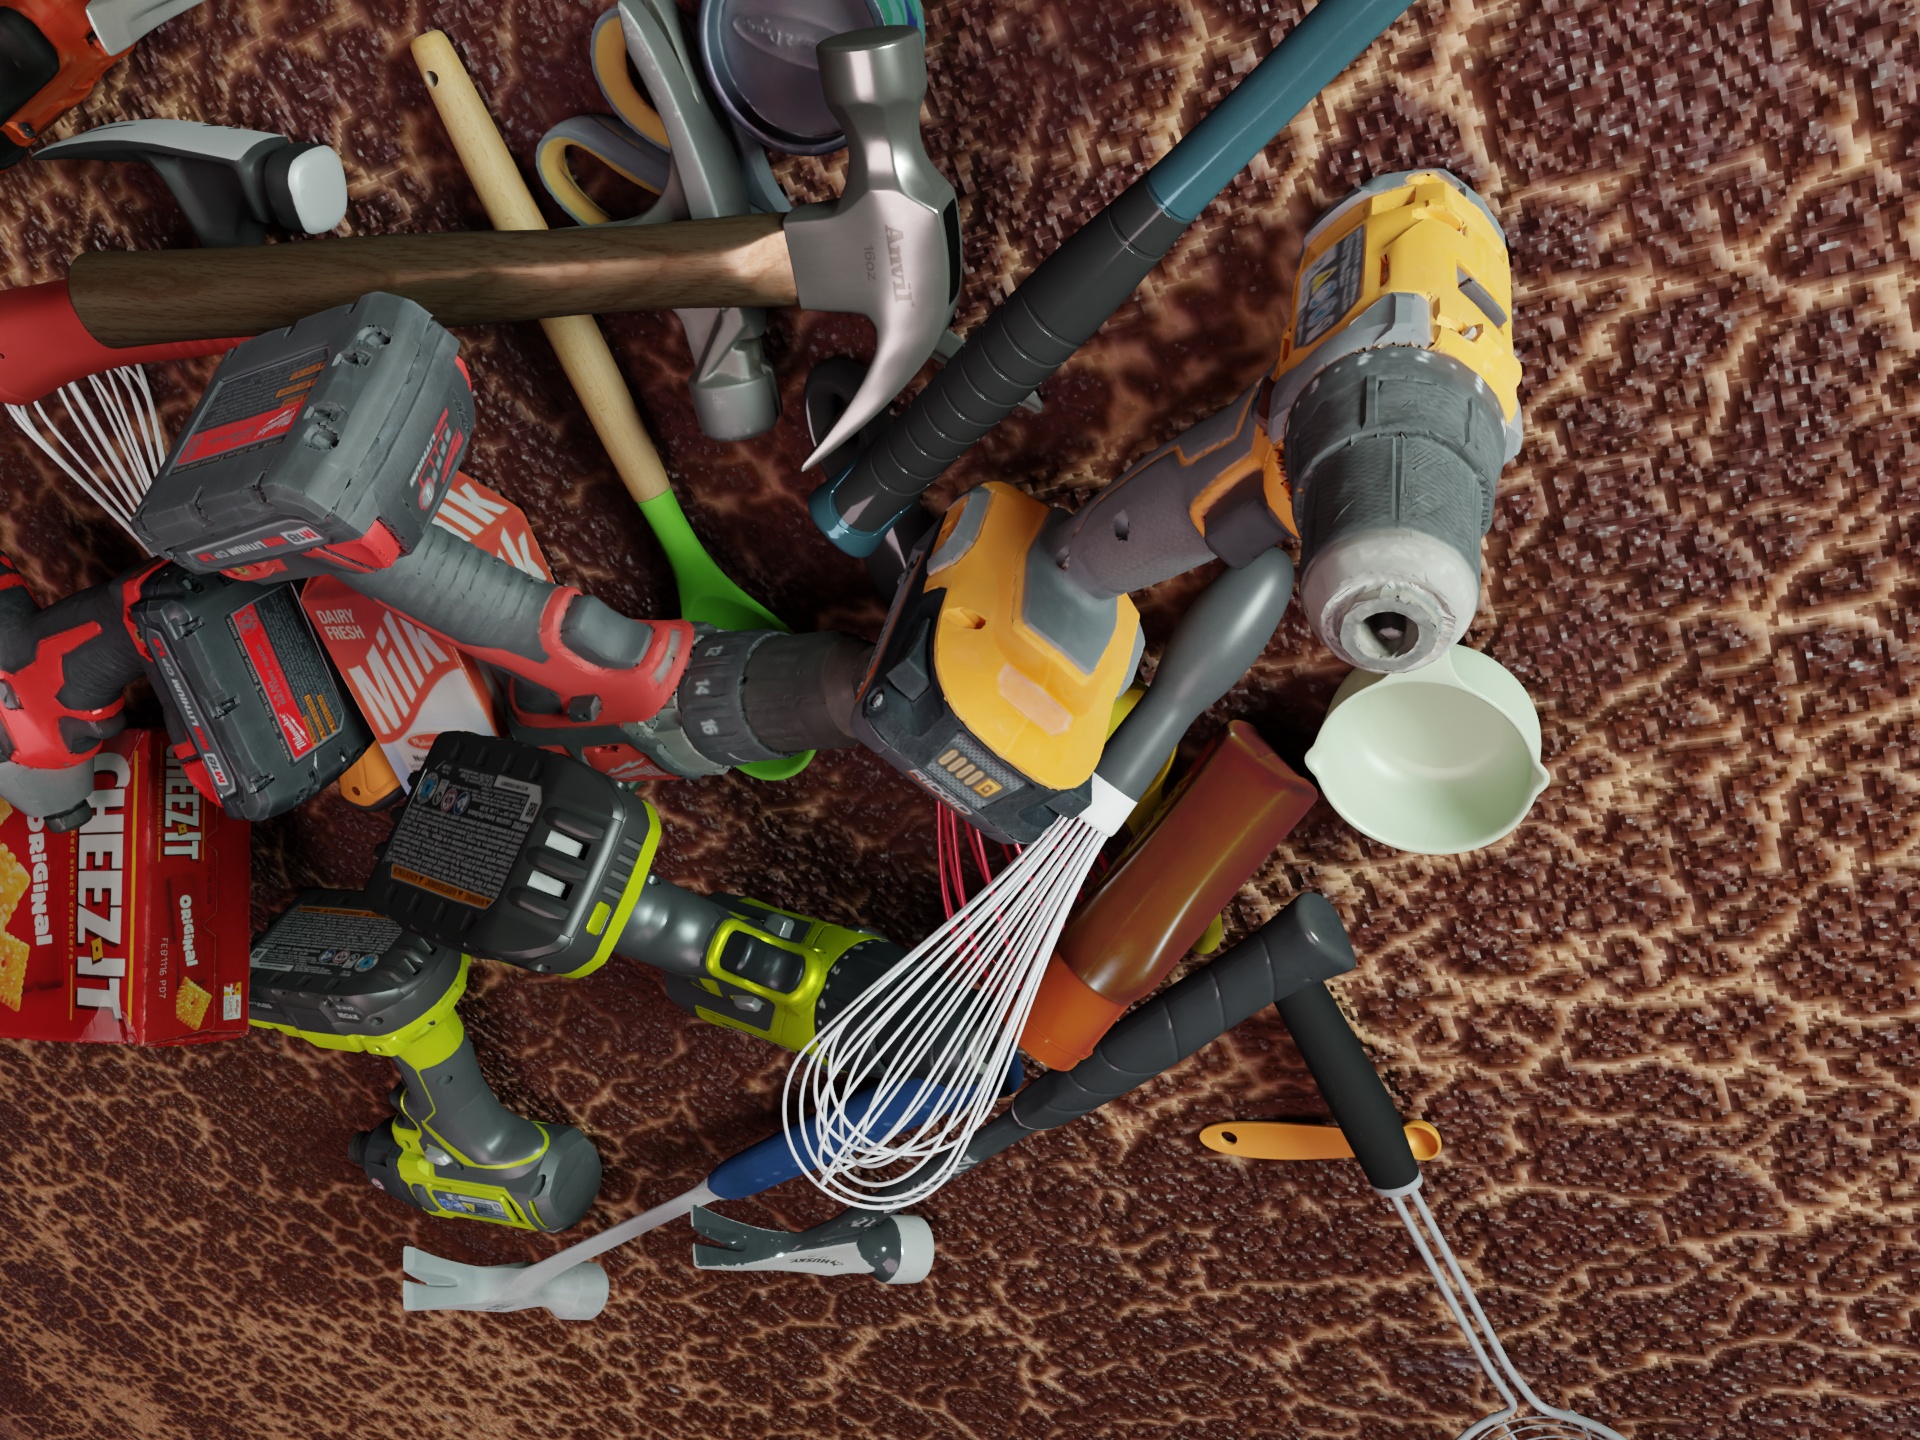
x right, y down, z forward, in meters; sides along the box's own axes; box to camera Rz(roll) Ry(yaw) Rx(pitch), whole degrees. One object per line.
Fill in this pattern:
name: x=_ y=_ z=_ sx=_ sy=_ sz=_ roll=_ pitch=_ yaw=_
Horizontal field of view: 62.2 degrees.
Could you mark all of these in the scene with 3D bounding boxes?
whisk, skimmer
whisk: x=0.030 y=0.055 z=0.572 sx=0.070 sy=0.070 sz=0.284 roll=35 pitch=94 yaw=-3
skimmer: x=0.206 y=0.264 z=0.680 sx=0.127 sy=0.090 sz=0.363 roll=-20 pitch=106 yaw=36
whisk: x=-0.001 y=-0.002 z=0.632 sx=0.073 sy=0.073 sz=0.295 roll=-8 pitch=114 yaw=30
whisk: x=-0.380 y=-0.082 z=0.761 sx=0.059 sy=0.058 sz=0.246 roll=35 pitch=147 yaw=46

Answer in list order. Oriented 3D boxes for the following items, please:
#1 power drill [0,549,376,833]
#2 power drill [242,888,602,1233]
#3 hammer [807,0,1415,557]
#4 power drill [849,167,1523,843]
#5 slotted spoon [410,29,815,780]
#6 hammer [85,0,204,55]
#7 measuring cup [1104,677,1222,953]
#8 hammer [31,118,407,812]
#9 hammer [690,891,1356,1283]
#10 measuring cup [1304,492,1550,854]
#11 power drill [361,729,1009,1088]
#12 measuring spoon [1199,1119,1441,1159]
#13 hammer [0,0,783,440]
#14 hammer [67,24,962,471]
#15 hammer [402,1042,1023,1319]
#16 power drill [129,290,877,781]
power drill: x=-0.386 y=-0.012 z=0.731 sx=0.220 sy=0.078 sz=0.143 roll=-2 pitch=117 yaw=25
power drill: x=-0.325 y=0.207 z=0.928 sx=0.171 sy=0.080 sz=0.223 roll=1 pitch=128 yaw=24
hammer: x=0.052 y=-0.142 z=0.456 sx=0.033 sy=0.128 sz=0.331 roll=44 pitch=133 yaw=-9
power drill: x=0.065 y=-0.045 z=0.474 sx=0.084 sy=0.185 sz=0.226 roll=38 pitch=131 yaw=-20
slotted spoon: x=-0.131 y=-0.113 z=0.627 sx=0.070 sy=0.031 sz=0.313 roll=-9 pitch=118 yaw=31
hammer: x=-0.058 y=-0.242 z=0.433 sx=0.386 sy=0.143 sz=0.038 roll=1 pitch=128 yaw=20
measuring cup: x=0.072 y=0.041 z=0.643 sx=0.029 sy=0.062 sz=0.156 roll=43 pitch=167 yaw=50
hammer: x=-0.304 y=-0.096 z=0.716 sx=0.127 sy=0.034 sz=0.336 roll=13 pitch=129 yaw=15
hammer: x=0.022 y=0.181 z=0.721 sx=0.149 sy=0.036 sz=0.409 roll=14 pitch=140 yaw=-33
measuring cup: x=0.161 y=-0.031 z=0.545 sx=0.083 sy=0.038 sz=0.167 roll=4 pitch=124 yaw=23
power drill: x=-0.104 y=0.089 z=0.652 sx=0.191 sy=0.080 sz=0.228 roll=8 pitch=161 yaw=45
measuring spoon: x=0.163 y=0.190 z=0.729 sx=0.117 sy=0.011 sz=0.021 roll=-10 pitch=112 yaw=35
hammer: x=-0.244 y=-0.167 z=0.591 sx=0.359 sy=0.037 sz=0.149 roll=0 pitch=124 yaw=19
hammer: x=-0.159 y=-0.147 z=0.535 sx=0.331 sy=0.031 sz=0.130 roll=2 pitch=125 yaw=18
hammer: x=-0.137 y=0.252 z=0.850 sx=0.405 sy=0.035 sz=0.144 roll=-32 pitch=145 yaw=30
power drill: x=-0.145 y=-0.046 z=0.566 sx=0.188 sy=0.080 sz=0.226 roll=-3 pitch=149 yaw=38
